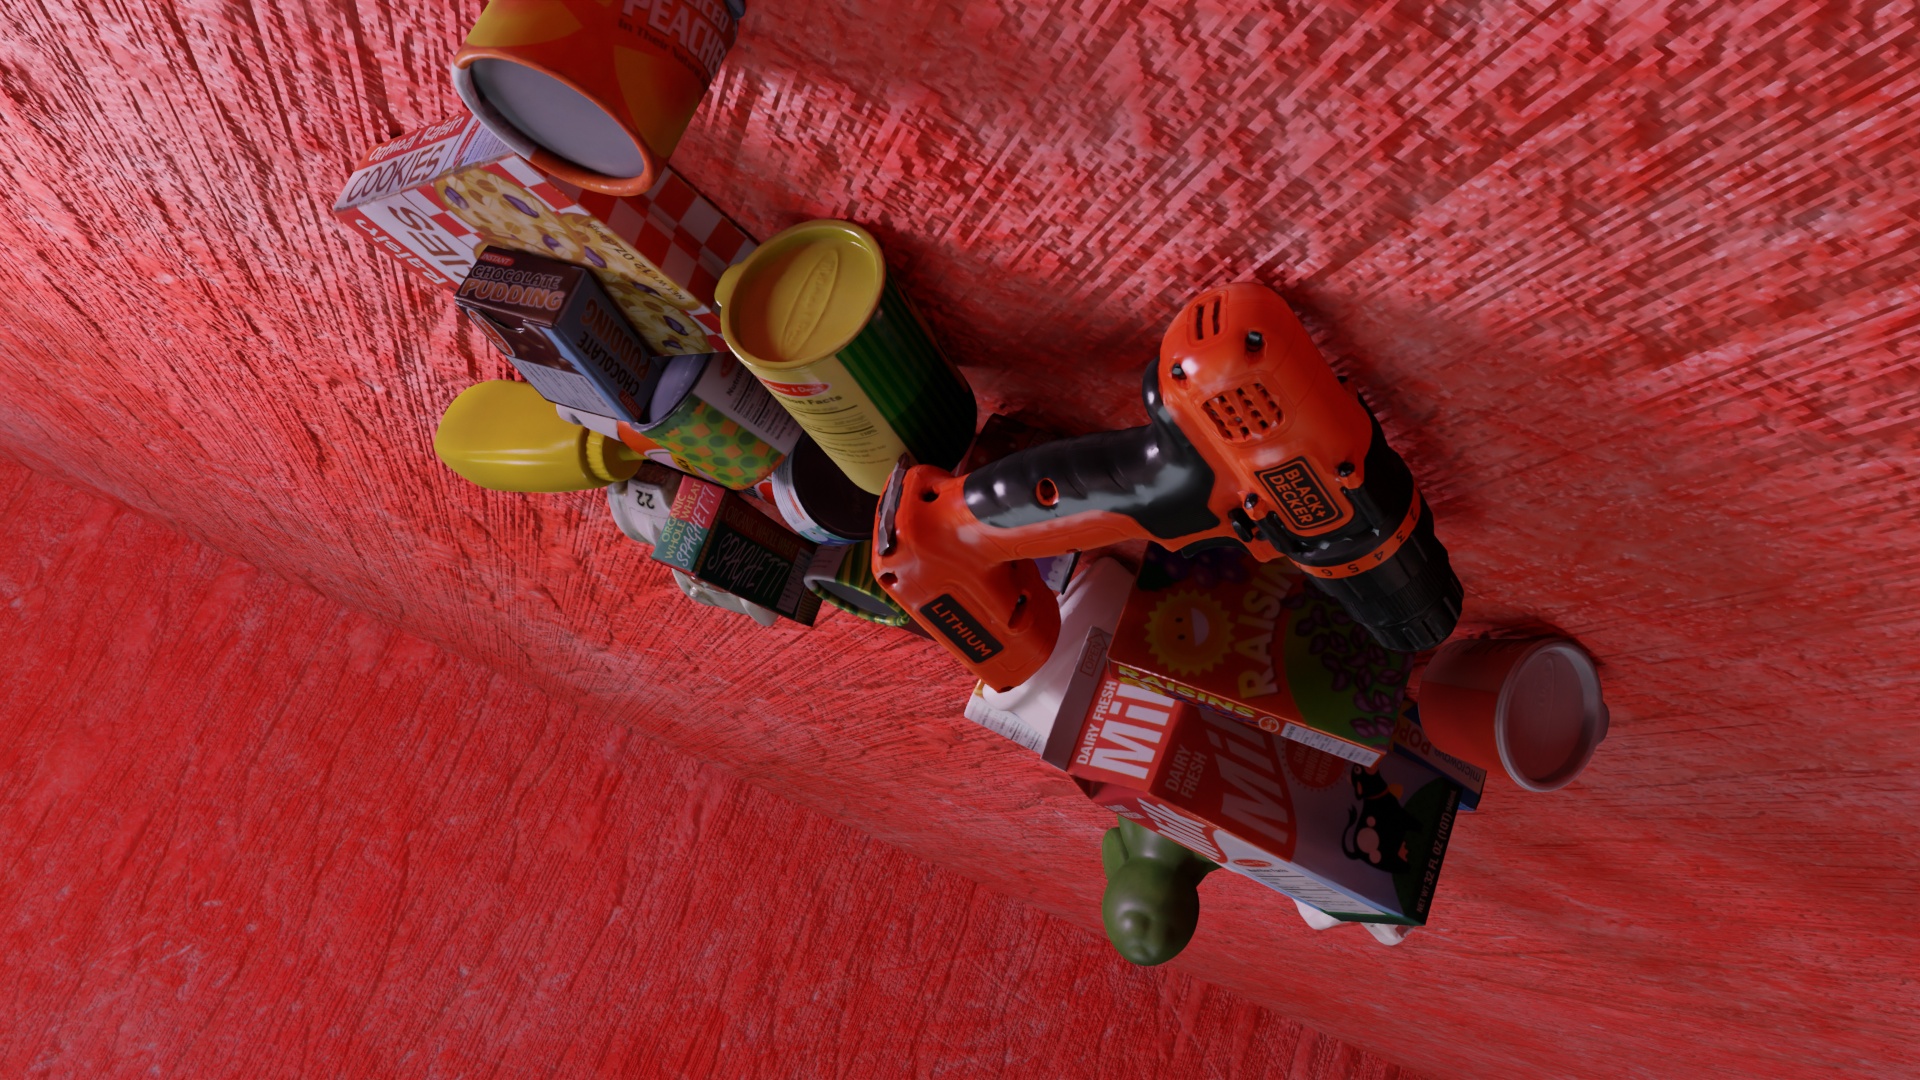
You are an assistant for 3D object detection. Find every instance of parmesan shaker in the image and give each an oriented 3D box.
[{"bbox_3d":[-0.042,-0.070,0.549,0.071,0.071,0.103,13,161,27],"label":"parmesan shaker"}]

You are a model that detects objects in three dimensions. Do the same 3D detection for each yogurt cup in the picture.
[{"bbox_3d":[0.246,0.075,0.627,0.072,0.072,0.054,32,168,-27],"label":"yogurt cup"}]

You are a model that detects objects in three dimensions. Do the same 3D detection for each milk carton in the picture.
[{"bbox_3d":[0.133,0.112,0.662,0.190,0.072,0.073,26,161,-10],"label":"milk carton"}]

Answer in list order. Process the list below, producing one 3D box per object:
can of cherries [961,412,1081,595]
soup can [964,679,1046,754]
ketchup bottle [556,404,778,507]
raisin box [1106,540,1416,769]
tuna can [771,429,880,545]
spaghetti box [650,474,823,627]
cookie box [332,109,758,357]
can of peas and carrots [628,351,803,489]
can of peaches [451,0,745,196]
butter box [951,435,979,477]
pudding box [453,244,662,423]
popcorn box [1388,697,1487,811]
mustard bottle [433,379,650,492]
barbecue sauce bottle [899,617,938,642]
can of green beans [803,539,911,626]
[{"bbox_3d":[0.031,-0.019,0.614,0.058,0.072,0.071,21,162,7],"label":"can of cherries"},{"bbox_3d":[0.055,0.106,0.942,0.084,0.071,0.071,26,162,5],"label":"soup can"},{"bbox_3d":[-0.140,-0.058,0.738,0.149,0.043,0.064,20,165,8],"label":"ketchup bottle"},{"bbox_3d":[0.136,0.037,0.610,0.123,0.086,0.040,18,166,13],"label":"raisin box"},{"bbox_3d":[-0.054,-0.032,0.678,0.071,0.071,0.032,30,161,-21],"label":"tuna can"},{"bbox_3d":[-0.121,0.012,0.829,0.029,0.050,0.249,19,174,11],"label":"spaghetti box"},{"bbox_3d":[-0.171,-0.124,0.584,0.167,0.040,0.122,4,155,45],"label":"cookie box"},{"bbox_3d":[-0.113,-0.064,0.646,0.058,0.071,0.071,34,159,-34],"label":"can of peas and carrots"},{"bbox_3d":[-0.107,-0.146,0.417,0.071,0.058,0.071,21,162,7],"label":"can of peaches"},{"bbox_3d":[0.002,-0.009,0.692,0.024,0.053,0.103,18,162,19],"label":"butter box"},{"bbox_3d":[-0.165,-0.084,0.578,0.050,0.030,0.083,16,161,18],"label":"pudding box"},{"bbox_3d":[0.228,0.112,0.796,0.126,0.038,0.085,31,161,-26],"label":"popcorn box"},{"bbox_3d":[-0.238,-0.058,0.825,0.160,0.065,0.048,8,153,28],"label":"mustard bottle"},{"bbox_3d":[-0.021,0.038,0.873,0.148,0.044,0.064,20,161,9],"label":"barbecue sauce bottle"},{"bbox_3d":[-0.049,0.010,0.802,0.071,0.058,0.071,20,162,7],"label":"can of green beans"}]
